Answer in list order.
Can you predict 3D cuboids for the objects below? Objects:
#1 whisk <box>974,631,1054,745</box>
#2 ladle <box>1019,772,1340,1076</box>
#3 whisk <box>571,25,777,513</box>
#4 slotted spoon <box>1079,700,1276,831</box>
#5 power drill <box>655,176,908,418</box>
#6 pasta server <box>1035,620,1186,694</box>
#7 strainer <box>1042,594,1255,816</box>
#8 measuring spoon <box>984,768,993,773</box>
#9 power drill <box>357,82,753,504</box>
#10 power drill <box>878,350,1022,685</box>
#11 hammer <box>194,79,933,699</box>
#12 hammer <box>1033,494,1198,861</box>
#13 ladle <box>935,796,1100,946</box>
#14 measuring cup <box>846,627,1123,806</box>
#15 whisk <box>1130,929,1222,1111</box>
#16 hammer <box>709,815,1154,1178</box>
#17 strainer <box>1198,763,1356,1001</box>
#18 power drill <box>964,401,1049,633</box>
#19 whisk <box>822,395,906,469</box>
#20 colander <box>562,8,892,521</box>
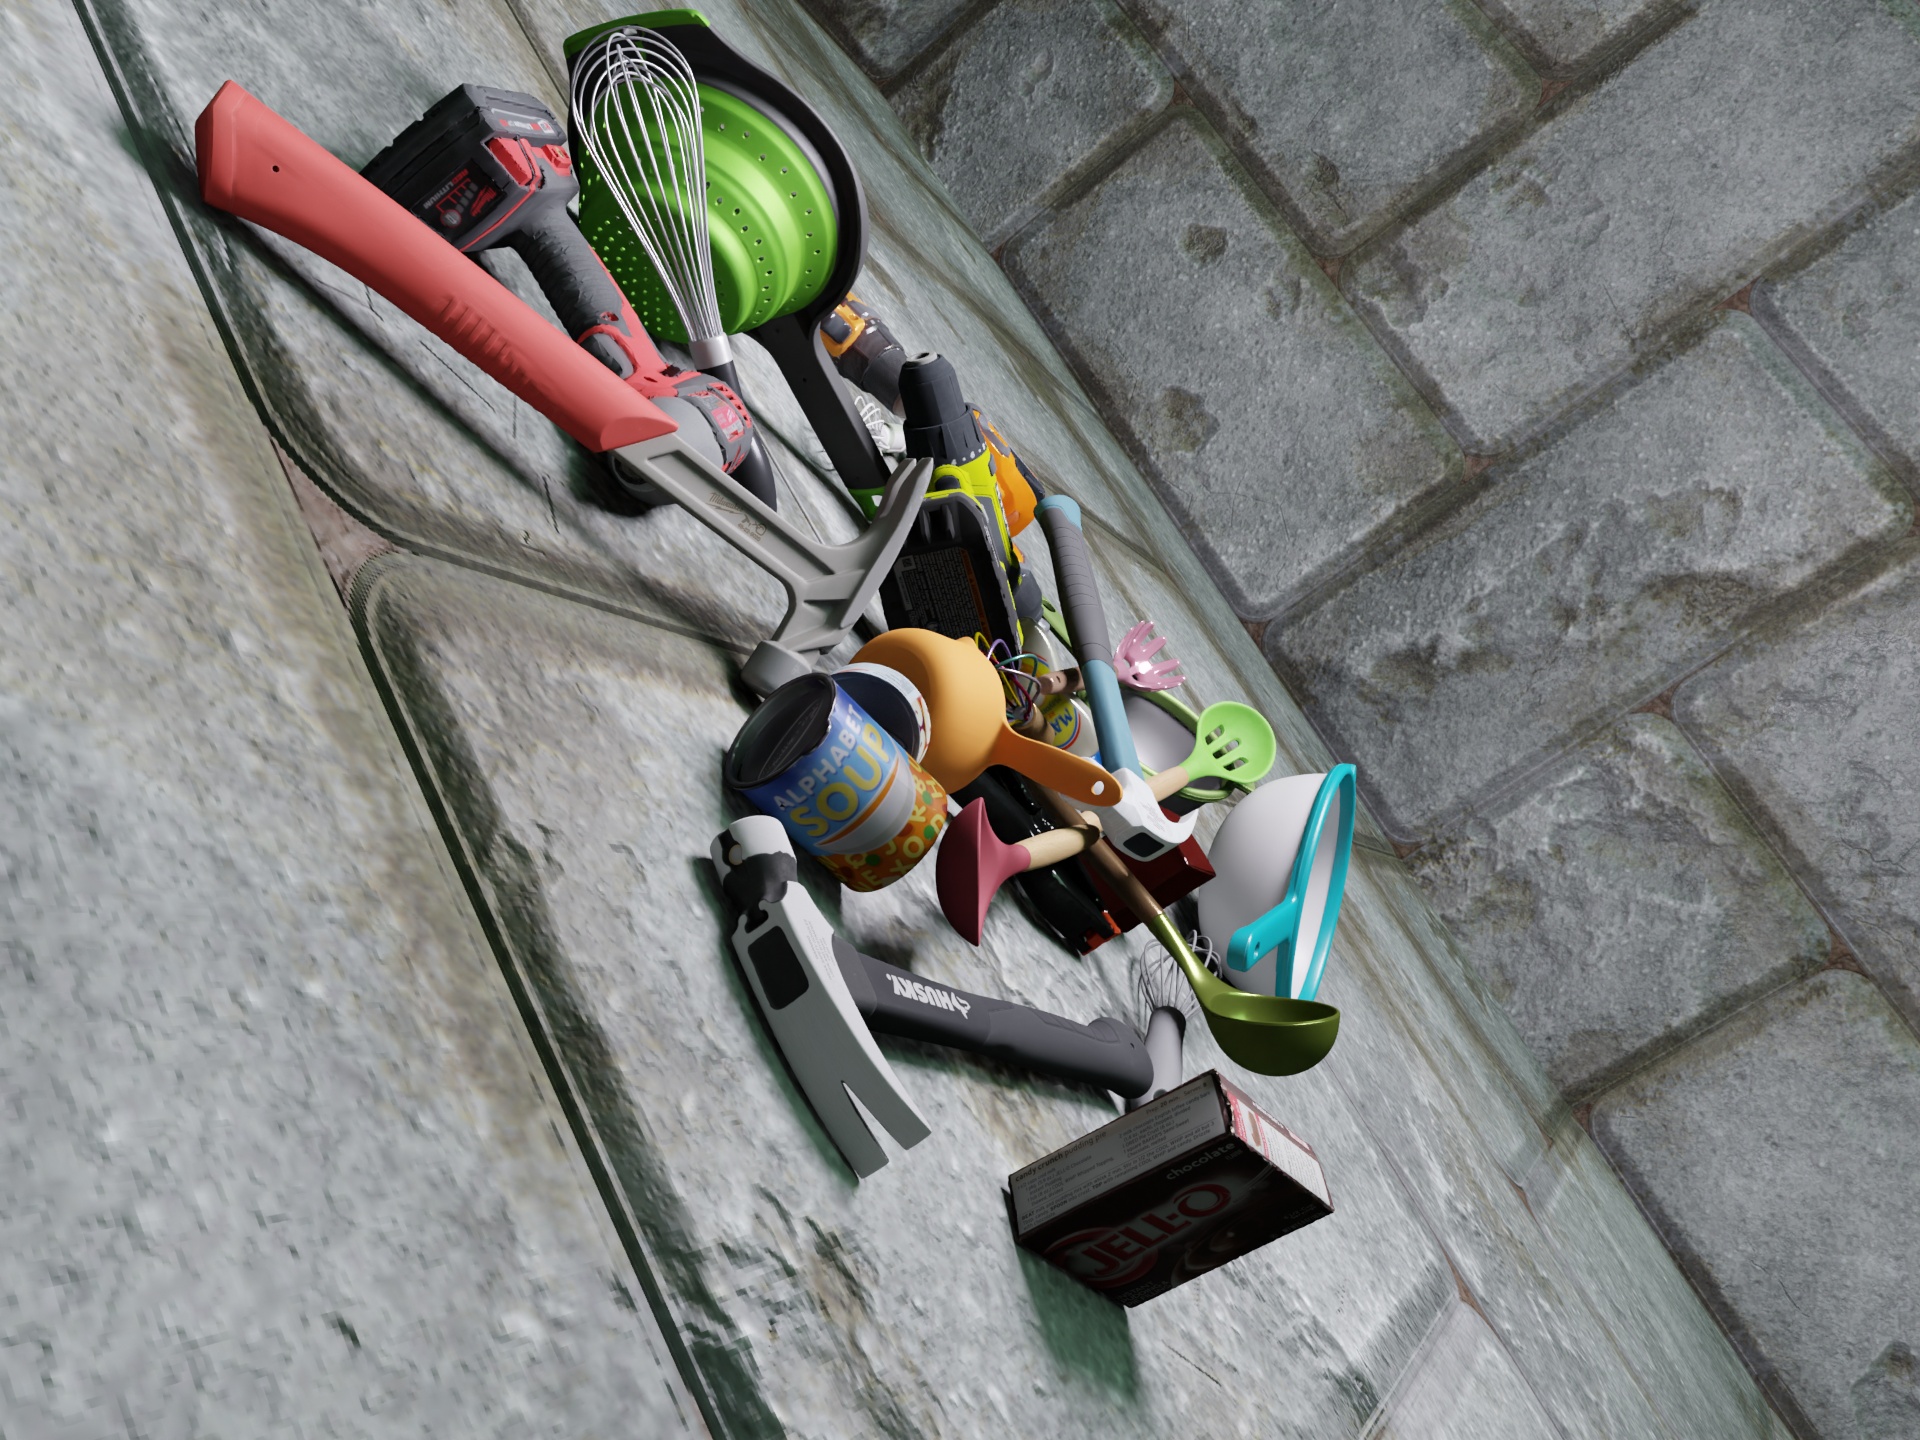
[{"bbox_3d":[0.035,-0.012,1.001,0.047,0.051,0.245,49,2,14],"label":"whisk"},{"bbox_3d":[0.113,0.099,1.000,0.078,0.062,0.320,-1,40,-45],"label":"ladle"},{"bbox_3d":[-0.149,-0.241,0.897,0.070,0.070,0.284,-86,162,-67],"label":"whisk"},{"bbox_3d":[0.147,0.046,1.167,0.313,0.031,0.070,-22,74,-51],"label":"slotted spoon"},{"bbox_3d":[-0.117,-0.321,1.232,0.185,0.084,0.226,46,10,16],"label":"power drill"},{"bbox_3d":[0.110,-0.038,1.177,0.060,0.040,0.316,60,18,6],"label":"pasta server"},{"bbox_3d":[0.115,-0.004,1.309,0.151,0.069,0.257,2,40,-46],"label":"strainer"},{"bbox_3d":[-0.002,-0.003,1.067,0.021,0.011,0.117,20,31,-41],"label":"measuring spoon"},{"bbox_3d":[-0.197,-0.208,0.817,0.219,0.078,0.143,54,16,-12],"label":"power drill"},{"bbox_3d":[-0.008,-0.135,1.087,0.229,0.080,0.190,-85,161,-61],"label":"power drill"},{"bbox_3d":[-0.171,-0.158,0.723,0.358,0.149,0.037,37,-14,-31],"label":"hammer"},{"bbox_3d":[0.089,-0.042,1.063,0.128,0.033,0.331,39,29,-37],"label":"hammer"},{"bbox_3d":[0.038,0.070,0.851,0.315,0.031,0.069,1,92,-73],"label":"ladle"},{"bbox_3d":[0.005,0.007,0.825,0.174,0.095,0.052,23,2,38],"label":"measuring cup"},{"bbox_3d":[0.129,0.189,0.976,0.055,0.055,0.239,52,20,-6],"label":"whisk"},{"bbox_3d":[0.013,0.147,0.743,0.334,0.035,0.146,31,27,-55],"label":"hammer"},{"bbox_3d":[0.216,0.134,1.194,0.095,0.211,0.340,12,8,23],"label":"strainer"},{"bbox_3d":[0.019,-0.165,1.340,0.164,0.084,0.227,48,21,-21],"label":"power drill"},{"bbox_3d":[-0.069,-0.228,1.279,0.059,0.058,0.246,23,11,3],"label":"whisk"},{"bbox_3d":[-0.137,-0.250,1.033,0.396,0.204,0.095,60,42,-43],"label":"colander"}]
